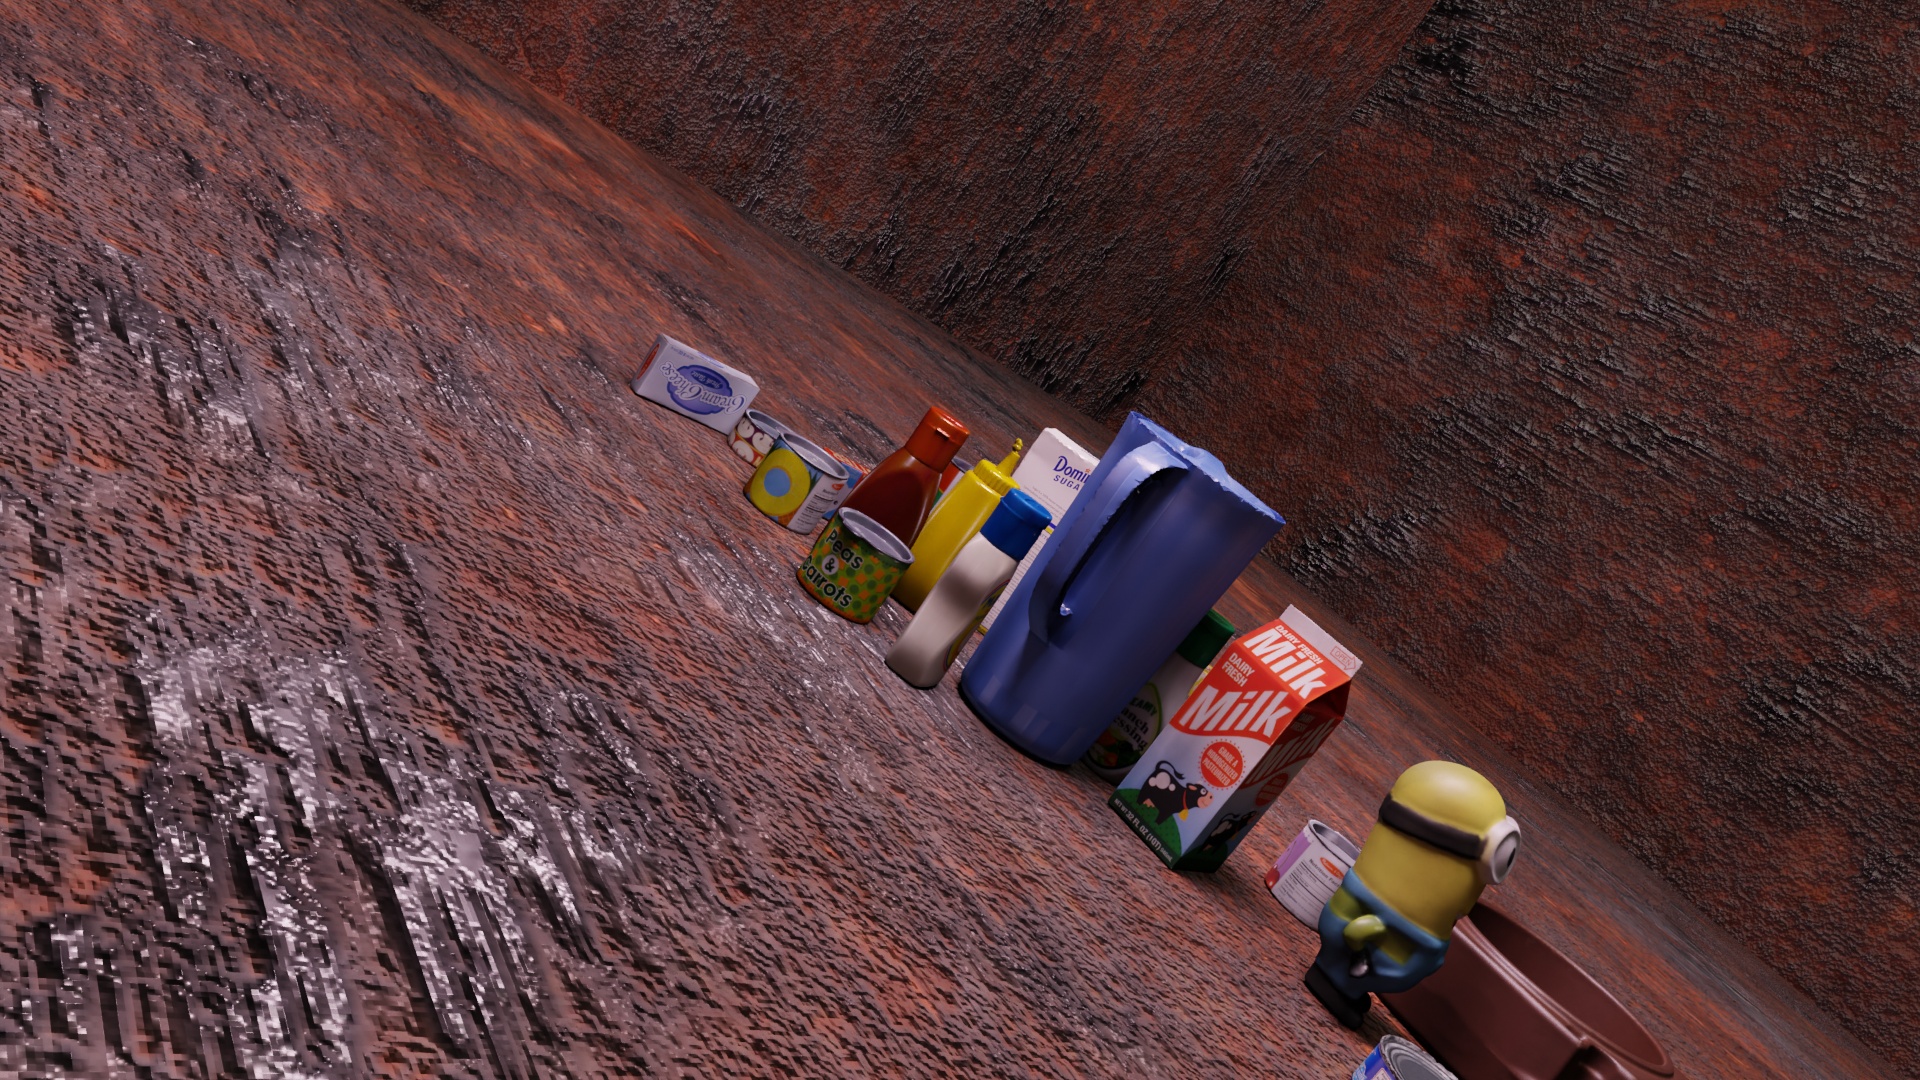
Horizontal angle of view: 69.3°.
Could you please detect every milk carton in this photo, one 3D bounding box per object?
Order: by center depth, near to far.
[{"bbox_3d":[0.199,0.139,0.980,0.072,0.190,0.073,44,13,36],"label":"milk carton"}]

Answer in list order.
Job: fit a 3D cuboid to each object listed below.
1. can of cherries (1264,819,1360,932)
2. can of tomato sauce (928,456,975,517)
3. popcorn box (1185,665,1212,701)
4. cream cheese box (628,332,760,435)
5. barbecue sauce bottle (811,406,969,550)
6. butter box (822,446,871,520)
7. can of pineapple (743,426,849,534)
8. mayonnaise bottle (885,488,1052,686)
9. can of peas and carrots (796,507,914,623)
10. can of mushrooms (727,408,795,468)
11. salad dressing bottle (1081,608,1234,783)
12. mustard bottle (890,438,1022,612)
[{"bbox_3d":[0.276,0.257,1.061,0.071,0.058,0.071,34,11,-8],"label":"can of cherries"},{"bbox_3d":[-0.007,-0.031,1.345,0.071,0.083,0.071,34,11,-8],"label":"can of tomato sauce"},{"bbox_3d":[0.160,0.122,1.202,0.127,0.085,0.038,36,11,1],"label":"popcorn box"},{"bbox_3d":[-0.228,-0.133,1.194,0.104,0.053,0.024,24,16,-45],"label":"cream cheese box"},{"bbox_3d":[-0.049,-0.033,1.065,0.065,0.148,0.044,35,11,-5],"label":"barbecue sauce bottle"},{"bbox_3d":[-0.092,-0.037,1.203,0.103,0.053,0.024,25,15,-42],"label":"butter box"},{"bbox_3d":[-0.133,-0.047,1.112,0.071,0.057,0.071,34,11,-8],"label":"can of pineapple"},{"bbox_3d":[0.007,0.033,0.964,0.041,0.148,0.065,38,11,12],"label":"mayonnaise bottle"},{"bbox_3d":[-0.077,0.018,1.005,0.071,0.058,0.071,34,11,-8],"label":"can of peas and carrots"},{"bbox_3d":[-0.167,-0.083,1.216,0.071,0.033,0.071,34,11,-8],"label":"can of mushrooms"},{"bbox_3d":[0.147,0.114,1.044,0.064,0.147,0.044,40,12,22],"label":"salad dressing bottle"},{"bbox_3d":[0.004,-0.014,1.113,0.049,0.160,0.065,39,11,15],"label":"mustard bottle"}]
